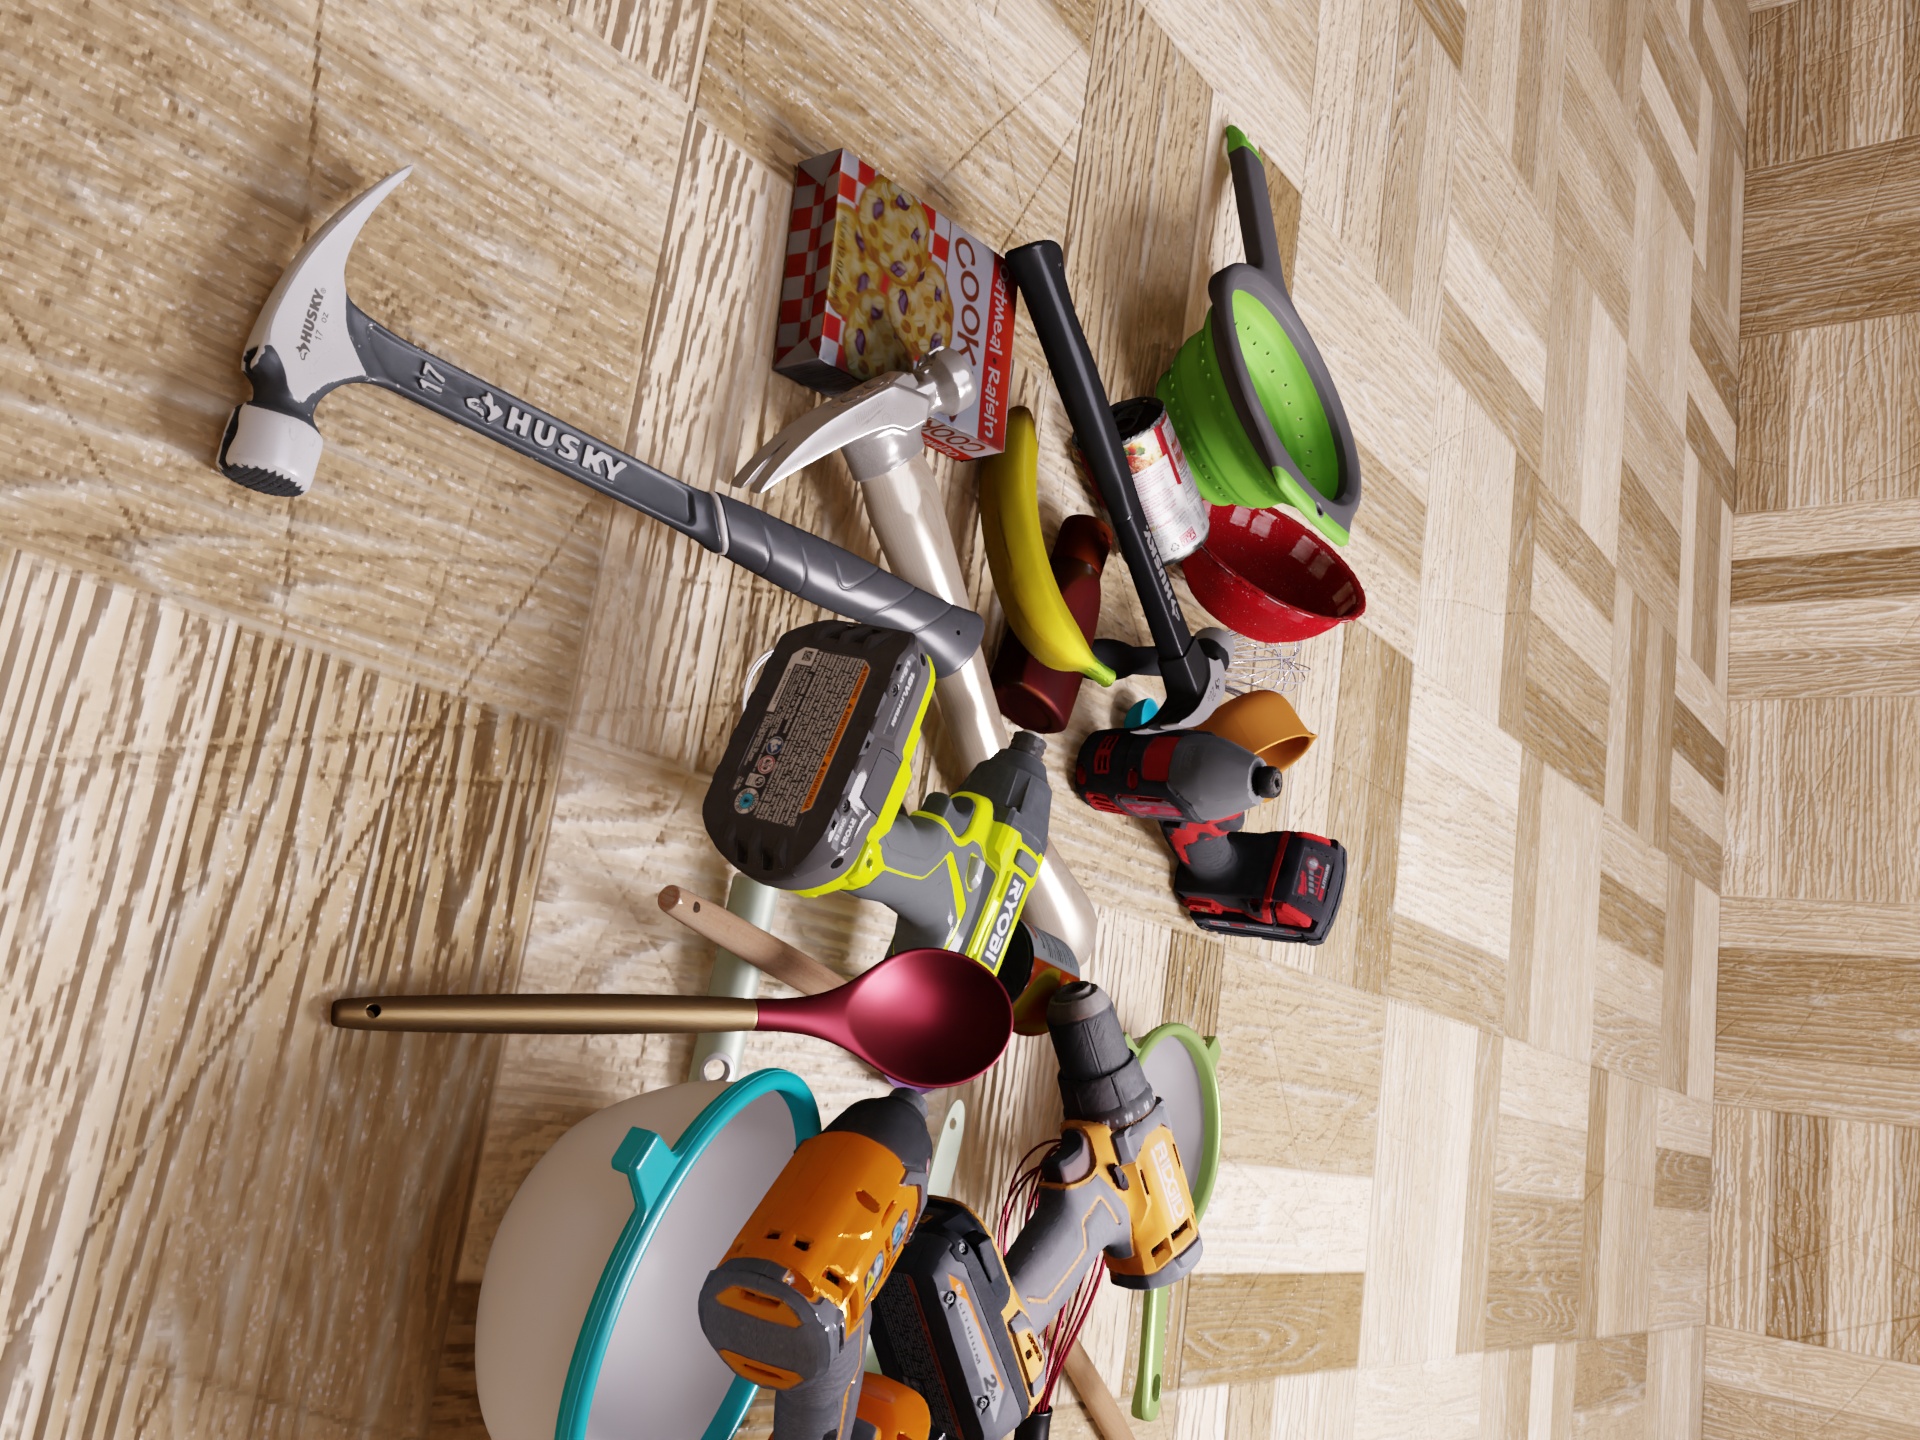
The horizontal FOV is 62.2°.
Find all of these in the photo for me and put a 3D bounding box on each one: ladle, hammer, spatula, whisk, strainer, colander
[{"bbox_3d":[-0.119,0.135,0.723,0.315,0.031,0.069,6,65,-28],"label":"ladle"},{"bbox_3d":[0.100,-0.146,1.021,0.334,0.035,0.146,67,31,-22],"label":"hammer"},{"bbox_3d":[0.126,0.509,1.104,0.082,0.044,0.317,-49,125,-37],"label":"spatula"},{"bbox_3d":[0.049,0.411,0.997,0.073,0.073,0.296,9,87,-52],"label":"whisk"},{"bbox_3d":[0.112,0.331,1.071,0.151,0.069,0.256,17,75,-54],"label":"strainer"},{"bbox_3d":[-0.129,0.245,0.759,0.340,0.095,0.211,4,100,-73],"label":"strainer"},{"bbox_3d":[0.207,-0.297,1.222,0.204,0.094,0.397,31,47,-44],"label":"colander"},{"bbox_3d":[-0.002,-0.003,0.948,0.146,0.038,0.410,-34,122,-23],"label":"hammer"},{"bbox_3d":[0.172,-0.042,1.180,0.284,0.070,0.070,-2,90,-47],"label":"whisk"},{"bbox_3d":[-0.133,-0.107,0.760,0.408,0.036,0.149,24,70,-42],"label":"hammer"},{"bbox_3d":[-0.069,0.144,0.843,0.315,0.018,0.060,47,50,-56],"label":"spatula"},{"bbox_3d":[-0.104,0.075,0.825,0.057,0.059,0.246,14,79,-14],"label":"whisk"}]

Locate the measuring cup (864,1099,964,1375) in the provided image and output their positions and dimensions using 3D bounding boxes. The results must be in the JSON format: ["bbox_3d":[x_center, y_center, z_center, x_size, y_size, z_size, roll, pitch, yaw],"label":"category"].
[{"bbox_3d":[-0.036,0.295,0.908,0.083,0.038,0.168,46,52,-41],"label":"measuring cup"}]

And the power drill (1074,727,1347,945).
[{"bbox_3d":[0.188,0.077,1.123,0.219,0.143,0.079,45,57,-45],"label":"power drill"}]

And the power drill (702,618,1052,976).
[{"bbox_3d":[-0.025,0.047,0.830,0.223,0.080,0.171,46,61,-53],"label":"power drill"}]

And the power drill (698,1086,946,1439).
[{"bbox_3d":[-0.054,0.289,0.738,0.164,0.084,0.226,-48,144,-58],"label":"power drill"}]

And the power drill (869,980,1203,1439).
[{"bbox_3d":[0.042,0.268,0.896,0.226,0.084,0.185,-24,100,-44],"label":"power drill"}]

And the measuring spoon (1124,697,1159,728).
[{"bbox_3d":[0.147,0.025,1.178,0.128,0.021,0.042,48,45,-51],"label":"measuring spoon"}]

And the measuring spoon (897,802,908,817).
[{"bbox_3d":[-0.017,0.071,0.941,0.124,0.018,0.034,24,91,-40],"label":"measuring spoon"}]

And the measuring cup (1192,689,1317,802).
[{"bbox_3d":[0.226,0.026,1.244,0.052,0.095,0.173,61,6,20],"label":"measuring cup"}]
